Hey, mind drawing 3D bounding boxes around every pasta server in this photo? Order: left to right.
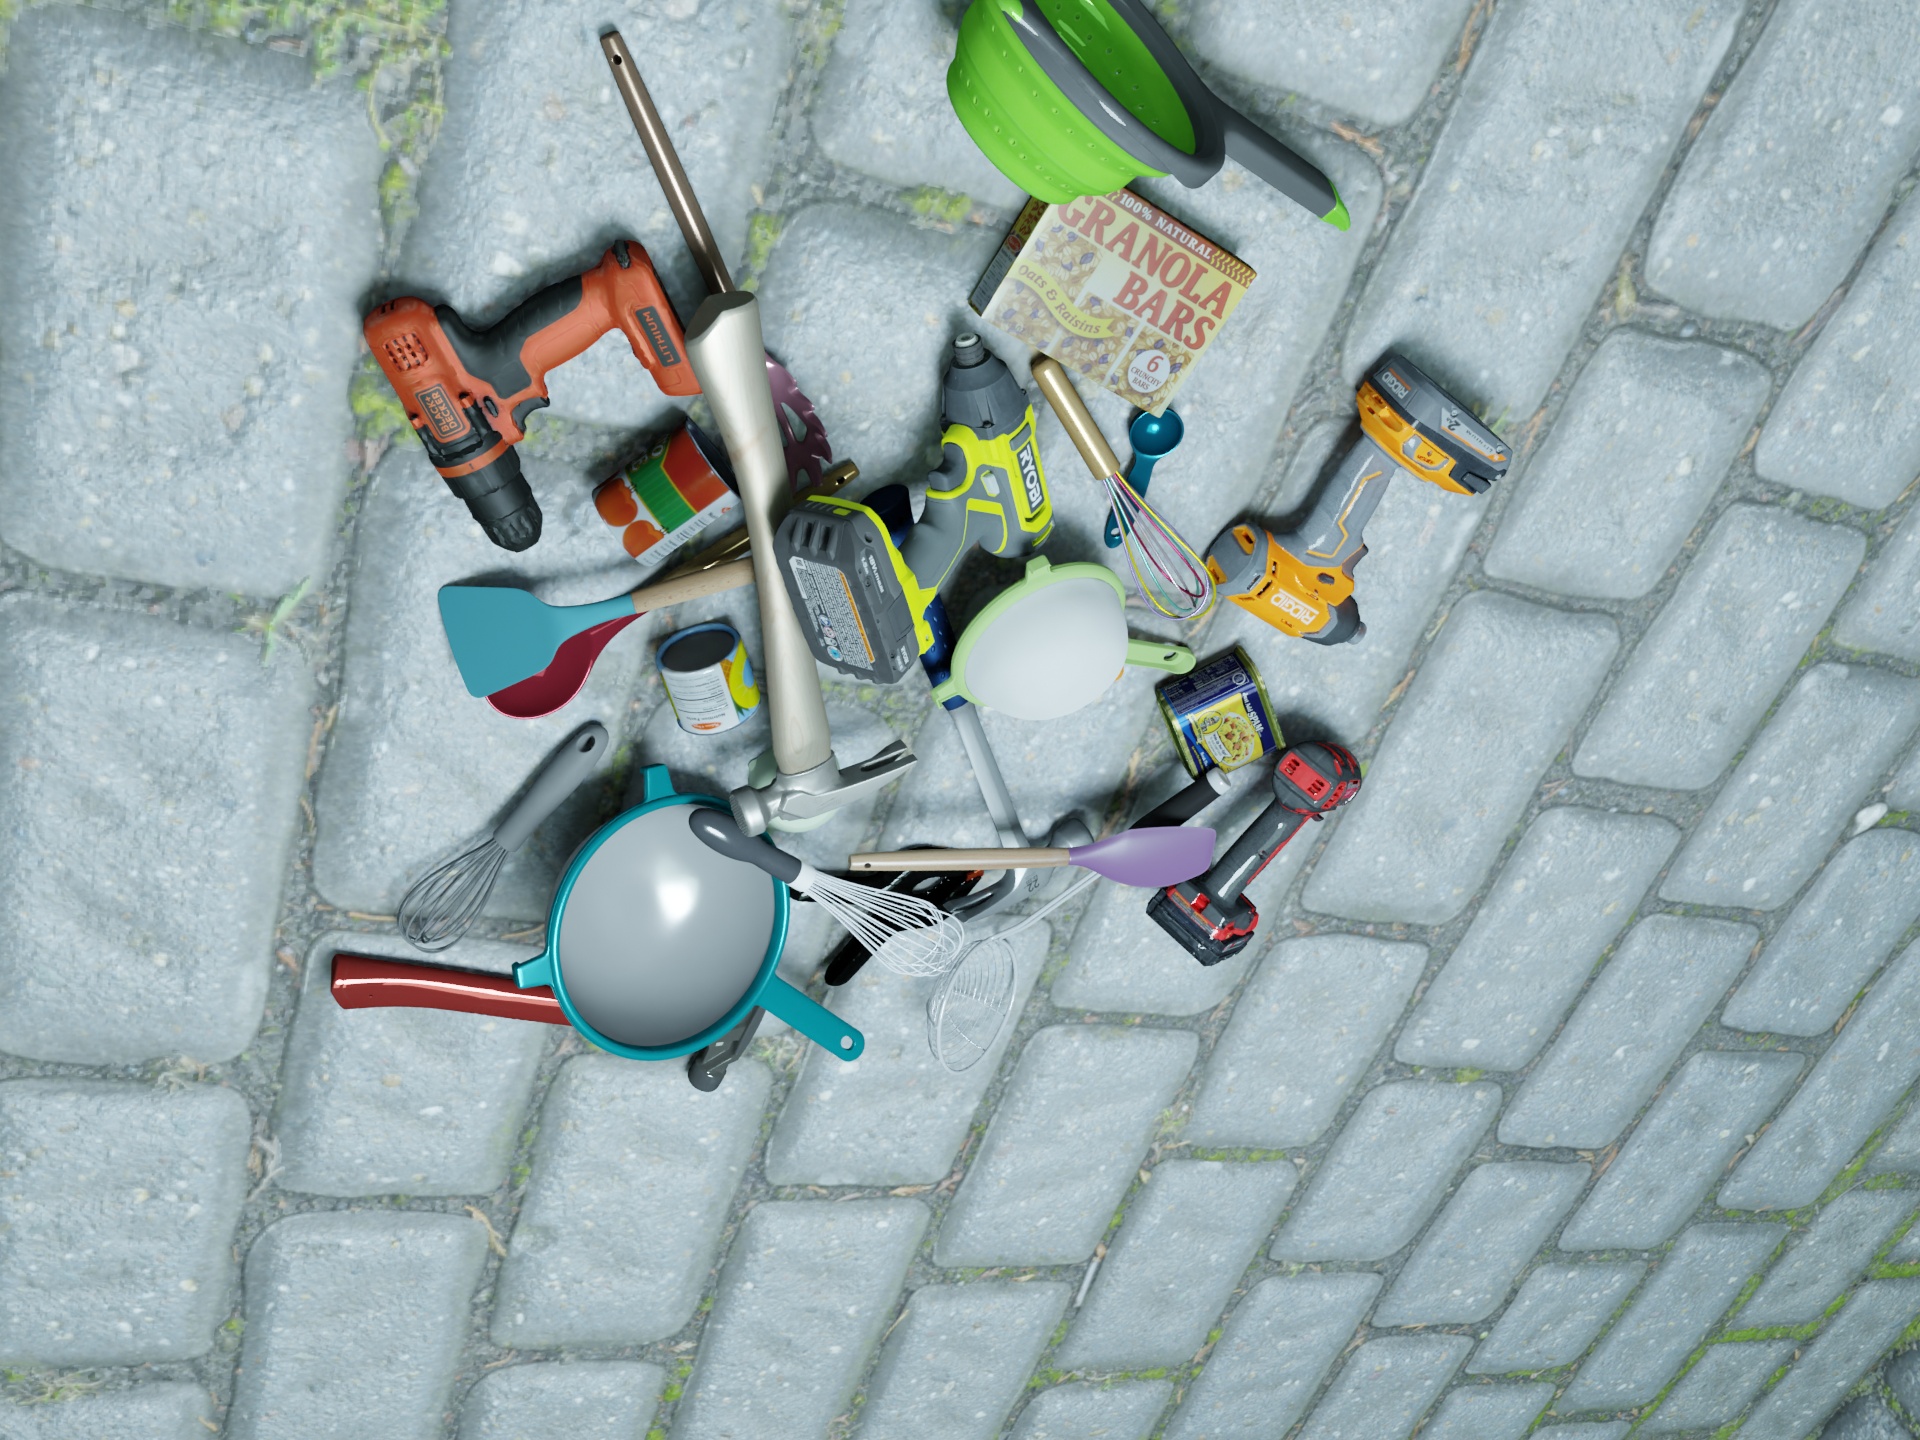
[{"bbox_3d":[-0.159,-0.287,1.034,0.060,0.040,0.315,-18,127,7],"label":"pasta server"}]

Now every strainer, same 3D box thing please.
[{"bbox_3d":[-0.209,0.188,1.298,0.340,0.095,0.211,43,70,-38],"label":"strainer"},{"bbox_3d":[0.110,-0.041,1.239,0.256,0.069,0.151,5,133,-43],"label":"strainer"}]

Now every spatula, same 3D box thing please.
[{"bbox_3d":[-0.208,-0.094,1.131,0.317,0.044,0.082,-16,102,-8],"label":"spatula"},{"bbox_3d":[0.063,0.115,1.310,0.315,0.018,0.059,0,116,-16],"label":"spatula"}]

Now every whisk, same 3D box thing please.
[{"bbox_3d":[-0.353,0.090,1.230,0.239,0.055,0.055,-47,126,9],"label":"whisk"},{"bbox_3d":[-0.106,0.139,1.280,0.284,0.070,0.070,33,108,-33],"label":"whisk"},{"bbox_3d":[0.125,-0.172,1.196,0.051,0.047,0.244,-50,120,-26],"label":"whisk"}]

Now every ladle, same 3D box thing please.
[{"bbox_3d":[-0.209,-0.100,1.155,0.315,0.031,0.069,-32,118,2],"label":"ladle"}]

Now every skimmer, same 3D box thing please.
[{"bbox_3d":[0.107,0.179,1.395,0.363,0.090,0.127,-40,156,22],"label":"skimmer"}]

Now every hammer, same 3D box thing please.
[{"bbox_3d":[-0.339,0.232,1.336,0.358,0.037,0.149,15,118,-28],"label":"hammer"},{"bbox_3d":[-0.117,-0.100,1.105,0.146,0.038,0.410,-21,130,-19],"label":"hammer"},{"bbox_3d":[-0.002,-0.004,1.273,0.144,0.035,0.405,-35,127,-18],"label":"hammer"}]

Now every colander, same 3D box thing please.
[{"bbox_3d":[0.115,-0.371,1.017,0.396,0.205,0.094,11,142,-46],"label":"colander"}]

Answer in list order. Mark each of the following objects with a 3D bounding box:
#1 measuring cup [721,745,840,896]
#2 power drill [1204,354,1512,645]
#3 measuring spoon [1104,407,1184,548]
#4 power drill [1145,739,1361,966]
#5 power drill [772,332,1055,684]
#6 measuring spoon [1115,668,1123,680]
[{"bbox_3d":[-0.153,0.092,1.300,0.083,0.038,0.167,19,113,-29],"label":"measuring cup"},{"bbox_3d":[0.324,-0.159,1.269,0.164,0.084,0.226,26,116,-32],"label":"power drill"},{"bbox_3d":[0.134,-0.189,1.224,0.042,0.021,0.128,8,130,-15],"label":"measuring spoon"},{"bbox_3d":[0.273,0.110,1.421,0.219,0.079,0.143,-54,159,16],"label":"power drill"},{"bbox_3d":[-0.024,-0.146,1.097,0.223,0.080,0.171,-49,139,-32],"label":"power drill"},{"bbox_3d":[0.084,-0.047,1.304,0.116,0.011,0.021,10,120,-25],"label":"measuring spoon"}]
